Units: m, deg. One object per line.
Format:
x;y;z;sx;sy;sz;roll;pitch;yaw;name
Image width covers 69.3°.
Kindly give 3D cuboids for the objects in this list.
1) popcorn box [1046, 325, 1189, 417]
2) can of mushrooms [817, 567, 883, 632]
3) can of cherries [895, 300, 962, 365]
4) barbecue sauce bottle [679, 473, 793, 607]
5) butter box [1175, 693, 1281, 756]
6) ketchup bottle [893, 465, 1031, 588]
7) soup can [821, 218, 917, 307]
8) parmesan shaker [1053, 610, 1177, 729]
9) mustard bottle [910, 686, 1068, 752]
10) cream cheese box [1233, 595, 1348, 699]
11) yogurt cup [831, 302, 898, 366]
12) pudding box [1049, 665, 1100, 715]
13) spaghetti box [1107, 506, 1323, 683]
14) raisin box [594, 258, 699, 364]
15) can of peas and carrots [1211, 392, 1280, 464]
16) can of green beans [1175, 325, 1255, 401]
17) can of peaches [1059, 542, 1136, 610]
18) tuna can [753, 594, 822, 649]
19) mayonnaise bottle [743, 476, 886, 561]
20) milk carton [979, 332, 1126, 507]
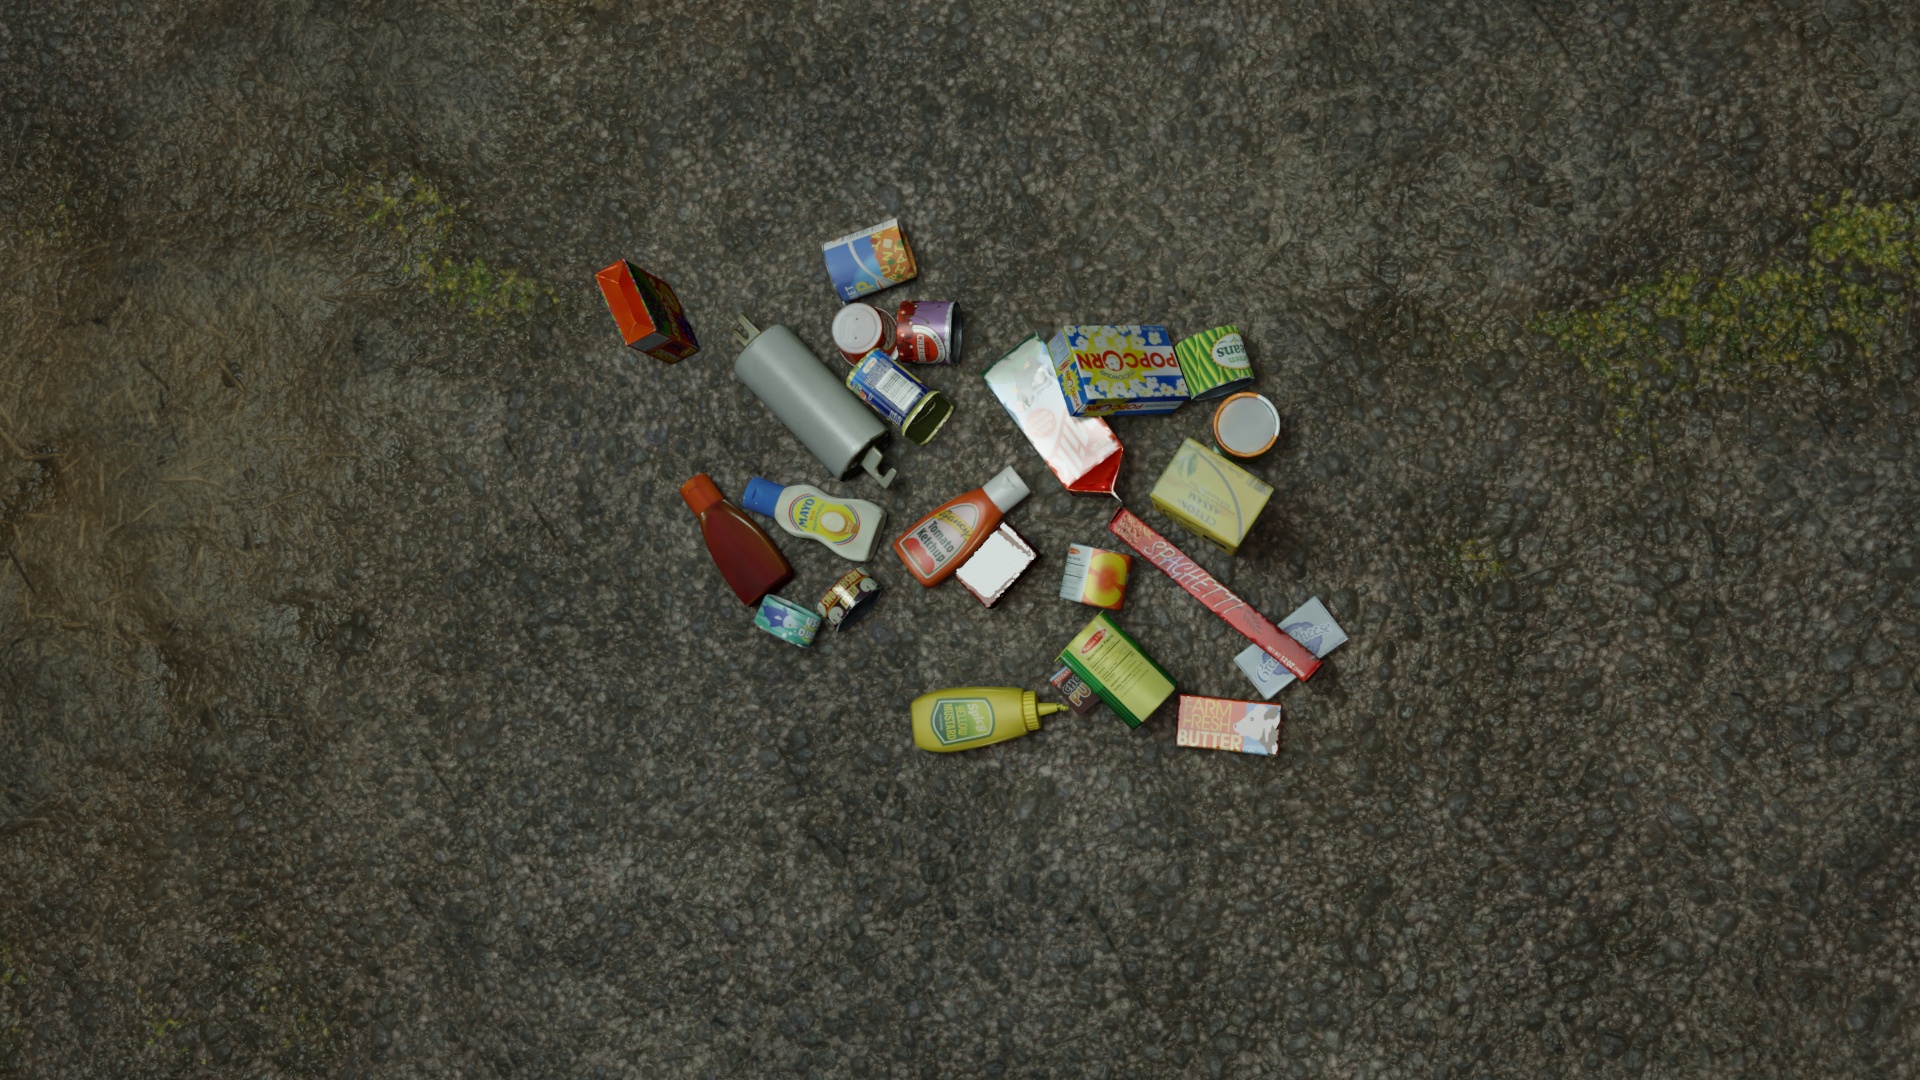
0.158;-0.169;1.385;0.127;0.038;0.085;-5;68;-29;popcorn box
-0.115;0.061;1.443;0.071;0.071;0.033;-45;79;5;can of mushrooms
-0.033;-0.215;1.446;0.058;0.071;0.071;3;87;10;can of cherries
-0.244;-0.004;1.483;0.065;0.043;0.148;-38;81;5;barbecue sauce bottle
0.268;0.184;1.393;0.103;0.024;0.053;5;88;10;butter box
0.005;-0.018;1.441;0.149;0.043;0.065;-39;76;5;ketchup bottle
-0.094;-0.292;1.465;0.084;0.071;0.071;-18;84;8;soup can
0.152;0.130;1.363;0.103;0.071;0.071;44;94;8;parmesan shaker
0.031;0.178;1.421;0.160;0.049;0.065;-9;87;9;mustard bottle
0.330;0.107;1.387;0.104;0.024;0.053;-39;79;5;cream cheese box
-0.103;-0.219;1.467;0.072;0.054;0.072;-1;86;10;yogurt cup
0.138;0.134;1.415;0.083;0.030;0.050;-39;81;5;pudding box
0.250;0.053;1.375;0.250;0.050;0.028;39;94;18;spaghetti box
-0.330;-0.241;1.472;0.040;0.123;0.086;-27;83;8;raisin box
0.283;-0.111;1.391;0.071;0.059;0.071;-1;86;10;can of peas and carrots
0.256;-0.178;1.397;0.071;0.071;0.058;-17;84;8;can of green beans
0.140;0.037;1.404;0.071;0.071;0.058;12;89;10;can of peaches
-0.179;0.085;1.453;0.071;0.071;0.033;25;91;10;tuna can
-0.156;-0.028;1.470;0.148;0.041;0.064;19;92;10;mayonnaise bottle
0.108;-0.112;1.415;0.073;0.072;0.191;-37;82;6;milk carton
